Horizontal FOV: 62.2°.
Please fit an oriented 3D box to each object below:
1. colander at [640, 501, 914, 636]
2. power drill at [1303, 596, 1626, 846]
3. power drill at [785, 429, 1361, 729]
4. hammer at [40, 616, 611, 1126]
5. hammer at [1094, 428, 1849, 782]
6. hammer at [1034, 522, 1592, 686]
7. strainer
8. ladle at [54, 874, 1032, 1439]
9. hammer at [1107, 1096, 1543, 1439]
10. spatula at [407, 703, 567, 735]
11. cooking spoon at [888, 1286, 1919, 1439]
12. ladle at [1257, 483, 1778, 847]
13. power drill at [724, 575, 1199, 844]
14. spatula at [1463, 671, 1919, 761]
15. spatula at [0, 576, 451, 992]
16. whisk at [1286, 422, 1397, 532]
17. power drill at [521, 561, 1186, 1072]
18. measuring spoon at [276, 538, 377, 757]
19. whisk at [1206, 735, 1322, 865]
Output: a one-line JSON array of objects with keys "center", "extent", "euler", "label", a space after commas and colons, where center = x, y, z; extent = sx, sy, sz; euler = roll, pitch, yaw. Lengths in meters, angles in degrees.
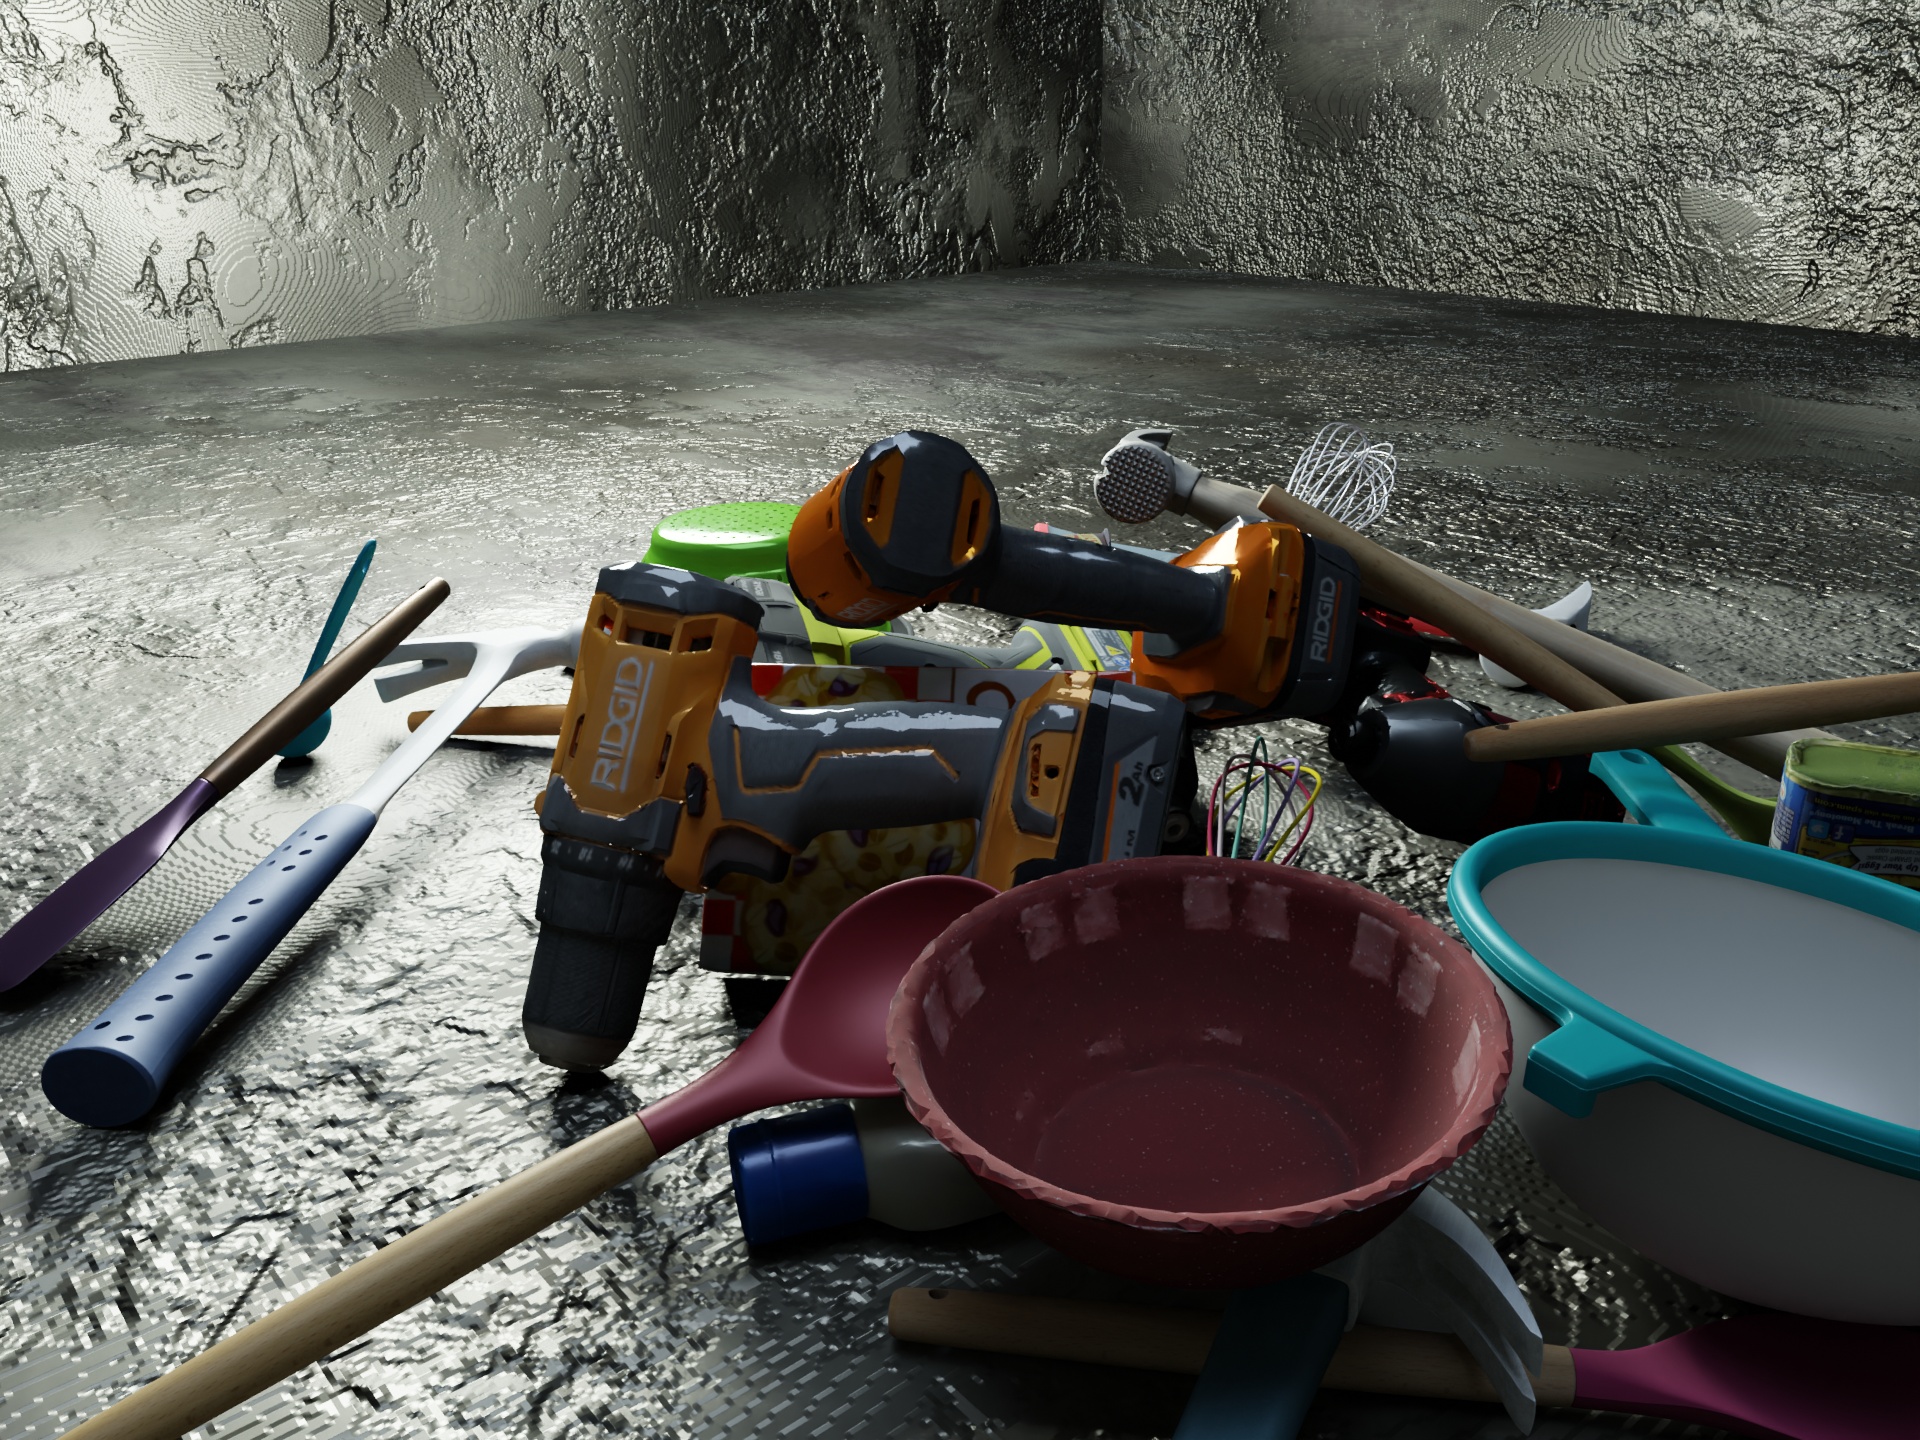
[{"center": [-0.056, -0.067, 0.945], "extent": [0.397, 0.094, 0.204], "euler": [8, 23, 22], "label": "colander"}, {"center": [0.202, -0.007, 0.769], "extent": [0.143, 0.078, 0.220], "euler": [15, 18, -23], "label": "power drill"}, {"center": [0.036, -0.056, 0.691], "extent": [0.226, 0.084, 0.164], "euler": [13, -9, -19], "label": "power drill"}, {"center": [-0.280, 0.041, 0.729], "extent": [0.144, 0.035, 0.406], "euler": [-5, 24, 9], "label": "hammer"}, {"center": [0.265, -0.050, 0.791], "extent": [0.410, 0.038, 0.146], "euler": [25, 18, 6], "label": "hammer"}, {"center": [0.221, -0.093, 1.080], "extent": [0.386, 0.038, 0.143], "euler": [14, 25, 34], "label": "hammer"}, {"center": [0.253, 0.095, 0.536], "extent": [0.211, 0.095, 0.340], "euler": [11, 17, 6], "label": "strainer"}, {"center": [-0.113, 0.133, 0.456], "extent": [0.315, 0.031, 0.069], "euler": [-26, 56, -22], "label": "ladle"}, {"center": [0.035, 0.196, 0.330], "extent": [0.128, 0.033, 0.331], "euler": [9, 28, 26], "label": "hammer"}, {"center": [-0.149, 0.007, 0.863], "extent": [0.322, 0.041, 0.081], "euler": [-1, 21, 11], "label": "spatula"}, {"center": [0.138, 0.175, 0.430], "extent": [0.319, 0.017, 0.069], "euler": [3, 13, 8], "label": "cooking spoon"}, {"center": [0.277, -0.025, 0.704], "extent": [0.320, 0.062, 0.078], "euler": [33, 1, 4], "label": "ladle"}, {"center": [-0.001, -0.002, 0.767], "extent": [0.223, 0.080, 0.171], "euler": [2, 35, -19], "label": "power drill"}, {"center": [0.355, 0.002, 0.627], "extent": [0.317, 0.044, 0.082], "euler": [-6, 22, -2], "label": "spatula"}, {"center": [-0.337, 0.018, 0.746], "extent": [0.060, 0.018, 0.316], "euler": [-8, 31, 30], "label": "spatula"}, {"center": [0.199, -0.097, 0.990], "extent": [0.070, 0.070, 0.285], "euler": [14, 47, 34], "label": "whisk"}, {"center": [-0.046, 0.051, 0.572], "extent": [0.226, 0.185, 0.084], "euler": [12, -7, 10], "label": "power drill"}, {"center": [-0.334, -0.036, 0.855], "extent": [0.021, 0.128, 0.042], "euler": [25, 4, -4], "label": "measuring spoon"}, {"center": [0.116, 0.071, 0.666], "extent": [0.047, 0.051, 0.245], "euler": [11, 27, 14], "label": "whisk"}]
